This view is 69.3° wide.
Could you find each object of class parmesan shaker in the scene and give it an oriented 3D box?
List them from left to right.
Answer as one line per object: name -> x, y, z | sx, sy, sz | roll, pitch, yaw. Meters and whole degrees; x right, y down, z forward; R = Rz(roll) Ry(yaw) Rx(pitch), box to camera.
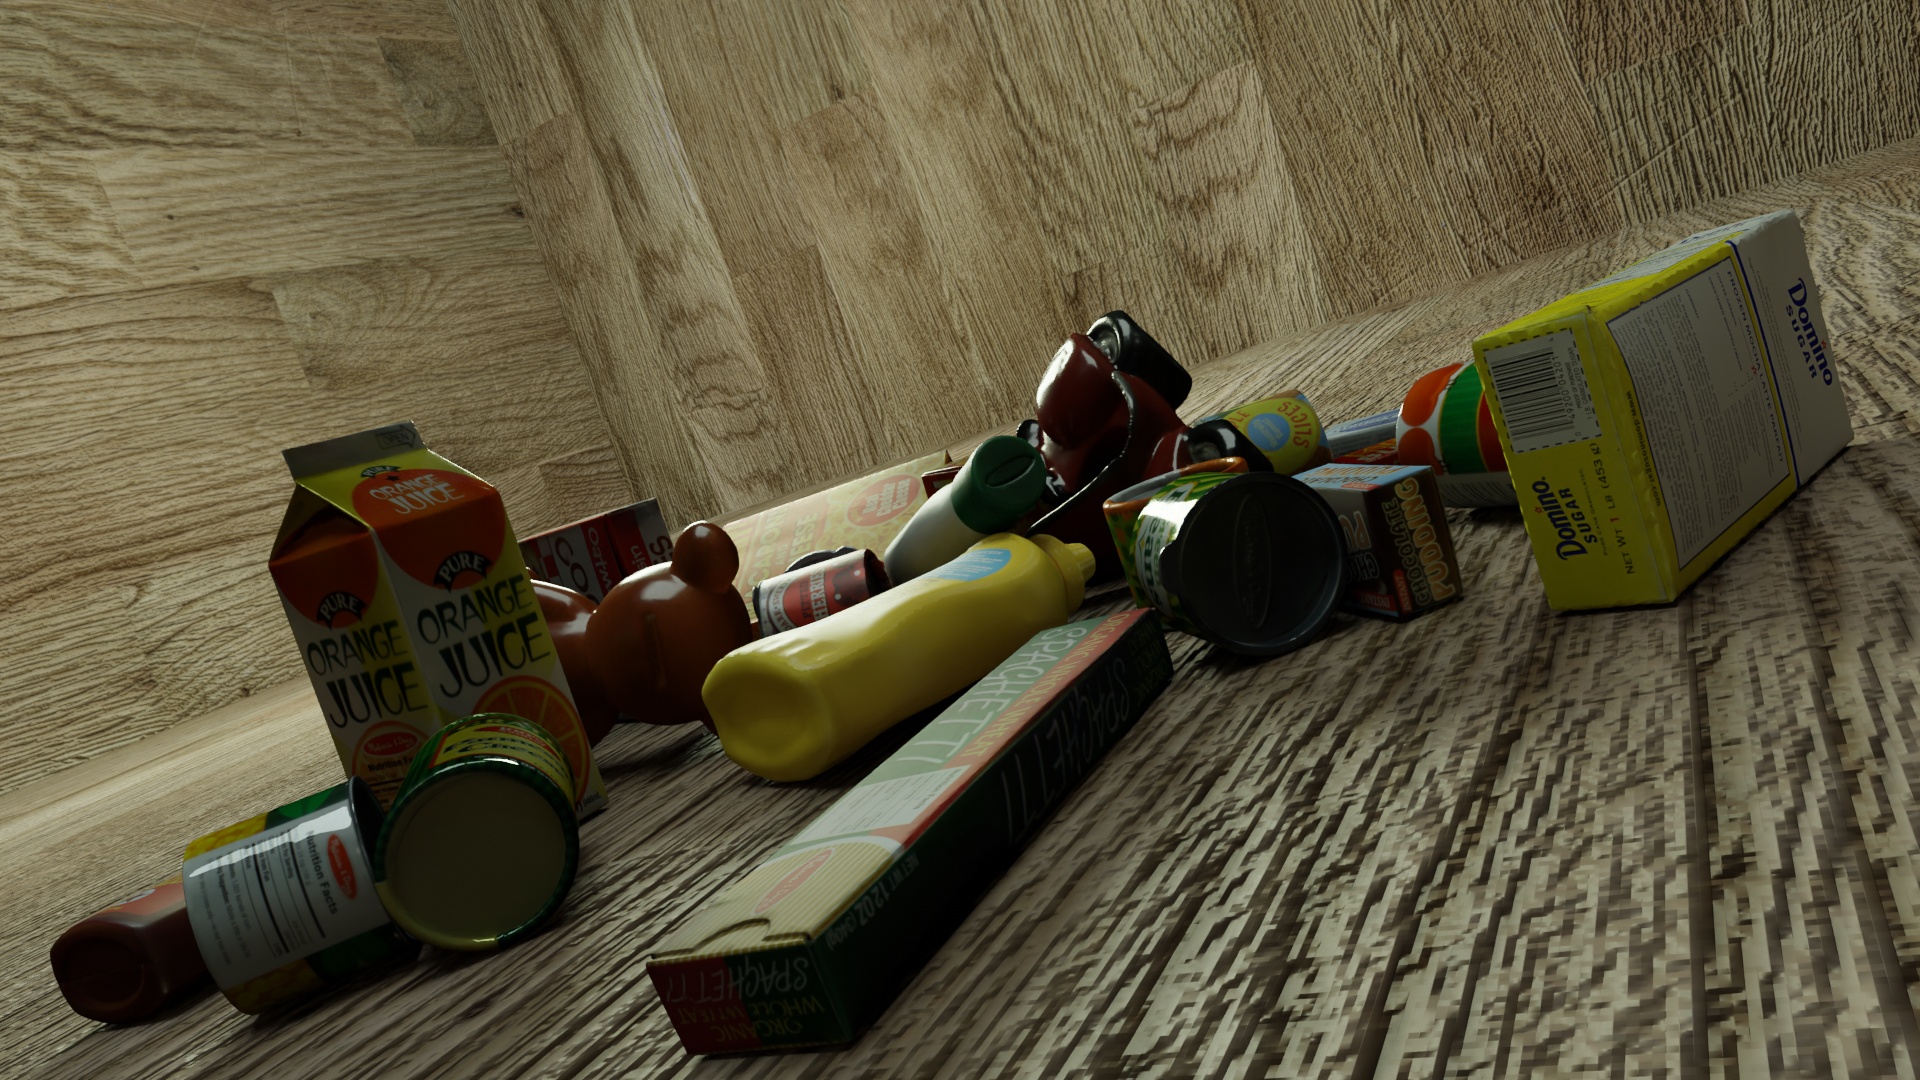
parmesan shaker -> -0.172, 0.105, 0.511 | 0.071, 0.071, 0.103 | -21, 7, -16

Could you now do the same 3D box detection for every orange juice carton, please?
orange juice carton -> -0.231, 0.045, 0.601 | 0.073, 0.192, 0.072 | -15, 6, 29

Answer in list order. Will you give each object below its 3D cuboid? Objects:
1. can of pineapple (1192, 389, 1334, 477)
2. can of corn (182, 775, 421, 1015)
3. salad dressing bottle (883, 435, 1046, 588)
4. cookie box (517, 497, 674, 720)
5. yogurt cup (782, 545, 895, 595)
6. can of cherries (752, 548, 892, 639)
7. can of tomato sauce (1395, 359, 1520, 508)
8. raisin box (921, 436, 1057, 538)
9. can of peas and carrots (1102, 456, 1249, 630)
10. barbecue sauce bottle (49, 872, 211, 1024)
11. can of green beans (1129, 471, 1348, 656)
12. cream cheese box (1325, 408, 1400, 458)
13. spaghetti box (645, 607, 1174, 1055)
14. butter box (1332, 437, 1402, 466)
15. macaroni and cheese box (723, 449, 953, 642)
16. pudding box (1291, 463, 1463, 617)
can of pineapple -> 0.166, -0.044, 0.759 | 0.058, 0.071, 0.071 | -19, 6, -1
can of corn -> -0.233, 0.127, 0.497 | 0.058, 0.071, 0.071 | -21, 7, -15
salad dressing bottle -> 0.002, -0.009, 0.692 | 0.064, 0.044, 0.147 | -30, -7, -24
cookie box -> -0.221, 0.049, 0.848 | 0.040, 0.122, 0.167 | -26, 9, -42
yogurt cup -> -0.063, 0.037, 0.762 | 0.072, 0.072, 0.054 | -17, -2, 16
can of cherries -> -0.064, 0.042, 0.693 | 0.058, 0.071, 0.071 | -17, 6, 8
can of tomato sauce -> 0.237, -0.049, 0.588 | 0.071, 0.071, 0.083 | -21, 6, -19
raisin box -> 0.043, -0.018, 0.809 | 0.124, 0.086, 0.040 | -25, 13, -41
can of peas and carrots -> 0.103, 0.000, 0.607 | 0.071, 0.058, 0.071 | -19, 7, 2
barbecue sauce bottle -> -0.300, 0.149, 0.595 | 0.065, 0.043, 0.149 | -17, 6, 24
can of green beans -> 0.102, 0.007, 0.522 | 0.071, 0.071, 0.058 | -20, 6, -9
cream cheese box -> 0.261, -0.063, 0.834 | 0.103, 0.024, 0.053 | -13, 9, 45
spaghetti box -> 0.004, 0.073, 0.422 | 0.050, 0.028, 0.251 | -15, 7, 29
butter box -> 0.252, -0.047, 0.728 | 0.103, 0.024, 0.053 | -19, 6, -3
macaroni and cheese box -> -0.080, 0.016, 0.880 | 0.166, 0.040, 0.124 | -18, 34, 16
pudding box -> 0.152, -0.001, 0.525 | 0.030, 0.049, 0.084 | -18, 7, -9
